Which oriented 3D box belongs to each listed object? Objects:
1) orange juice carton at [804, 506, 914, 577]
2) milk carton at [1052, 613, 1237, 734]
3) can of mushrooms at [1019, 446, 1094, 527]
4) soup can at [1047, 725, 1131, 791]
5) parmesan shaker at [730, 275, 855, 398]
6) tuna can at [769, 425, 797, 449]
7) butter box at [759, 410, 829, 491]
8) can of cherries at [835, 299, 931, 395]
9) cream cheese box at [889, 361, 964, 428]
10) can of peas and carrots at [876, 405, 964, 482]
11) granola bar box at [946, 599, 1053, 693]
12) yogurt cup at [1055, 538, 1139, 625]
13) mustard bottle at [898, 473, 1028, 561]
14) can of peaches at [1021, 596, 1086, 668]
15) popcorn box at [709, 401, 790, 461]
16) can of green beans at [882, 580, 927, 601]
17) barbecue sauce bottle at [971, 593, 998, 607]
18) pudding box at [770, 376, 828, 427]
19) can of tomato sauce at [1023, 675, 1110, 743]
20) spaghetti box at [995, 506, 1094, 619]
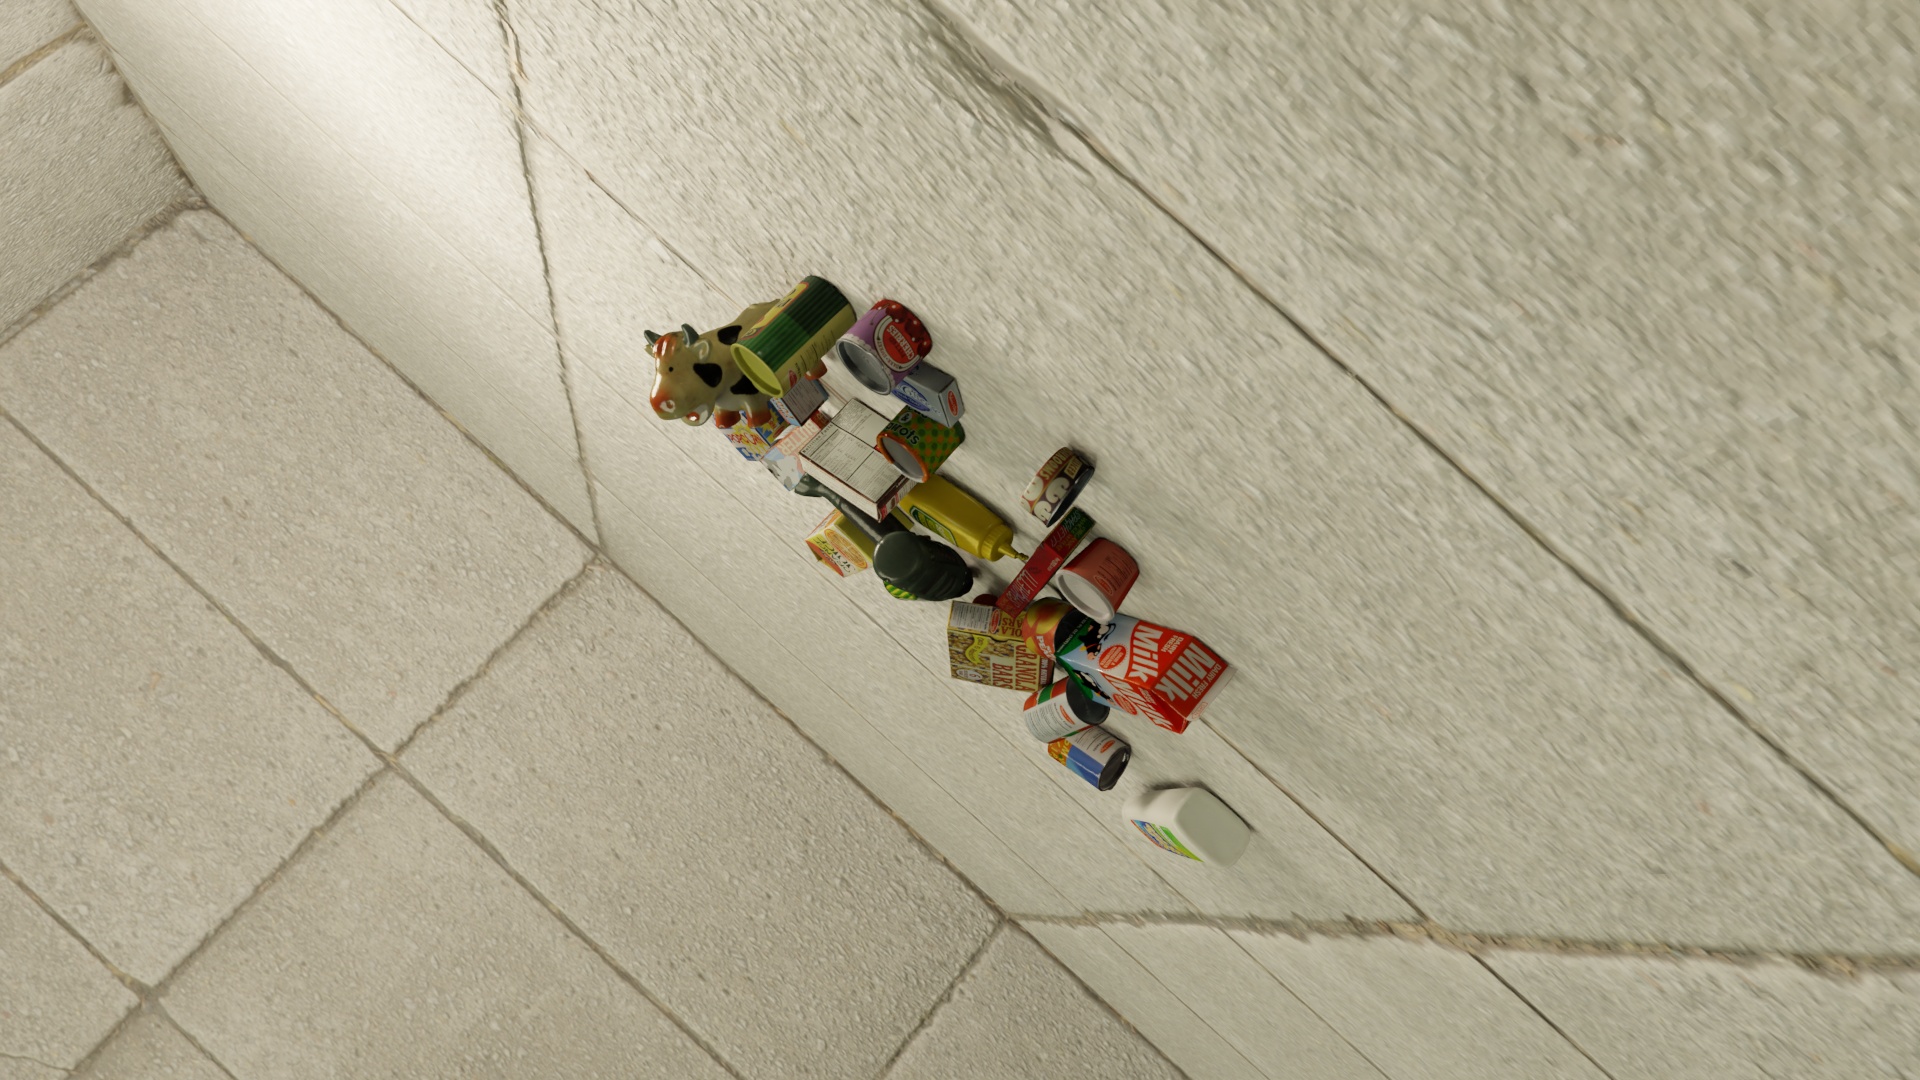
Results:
[{"bbox_3d":[-0.132,-0.007,1.716,0.073,0.072,0.192,45,161,-9],"label":"orange juice carton"},{"bbox_3d":[0.188,0.132,1.382,0.190,0.072,0.073,14,147,54],"label":"milk carton"},{"bbox_3d":[0.084,-0.048,1.203,0.033,0.071,0.070,39,161,10],"label":"can of mushrooms"},{"bbox_3d":[0.161,0.267,1.743,0.084,0.071,0.071,31,158,31],"label":"soup can"},{"bbox_3d":[-0.156,-0.191,1.304,0.071,0.103,0.071,37,160,16],"label":"parmesan shaker"},{"bbox_3d":[-0.188,-0.101,1.646,0.071,0.033,0.070,19,136,19],"label":"tuna can"},{"bbox_3d":[-0.180,-0.103,1.596,0.053,0.024,0.103,46,128,-11],"label":"butter box"},{"bbox_3d":[-0.067,-0.173,1.237,0.071,0.058,0.071,37,160,16],"label":"can of cherries"},{"bbox_3d":[-0.046,-0.148,1.302,0.104,0.024,0.053,32,158,28],"label":"cream cheese box"},{"bbox_3d":[-0.040,-0.100,1.344,0.071,0.059,0.070,36,160,15],"label":"can of peas and carrots"},{"bbox_3d":[0.049,0.128,1.623,0.124,0.039,0.165,9,155,6],"label":"granola bar box"},{"bbox_3d":[0.131,0.035,1.309,0.072,0.054,0.072,37,160,15],"label":"yogurt cup"},{"bbox_3d":[0.005,-0.018,1.450,0.160,0.049,0.065,32,164,27],"label":"mustard bottle"},{"bbox_3d":[0.106,0.098,1.474,0.058,0.071,0.071,16,148,54],"label":"can of peaches"},{"bbox_3d":[-0.255,-0.139,1.721,0.085,0.038,0.126,49,160,-24],"label":"popcorn box"},{"bbox_3d":[-0.053,0.040,1.672,0.071,0.071,0.058,48,160,-18],"label":"can of green beans"},{"bbox_3d":[0.026,0.105,1.693,0.065,0.044,0.148,38,161,10],"label":"barbecue sauce bottle"},{"bbox_3d":[-0.184,-0.169,1.494,0.030,0.050,0.083,17,150,48],"label":"pudding box"},{"bbox_3d":[0.124,0.194,1.620,0.071,0.071,0.082,45,137,-10],"label":"can of tomato sauce"},{"bbox_3d":[0.082,0.027,1.398,0.029,0.050,0.249,42,162,5],"label":"spaghetti box"}]
